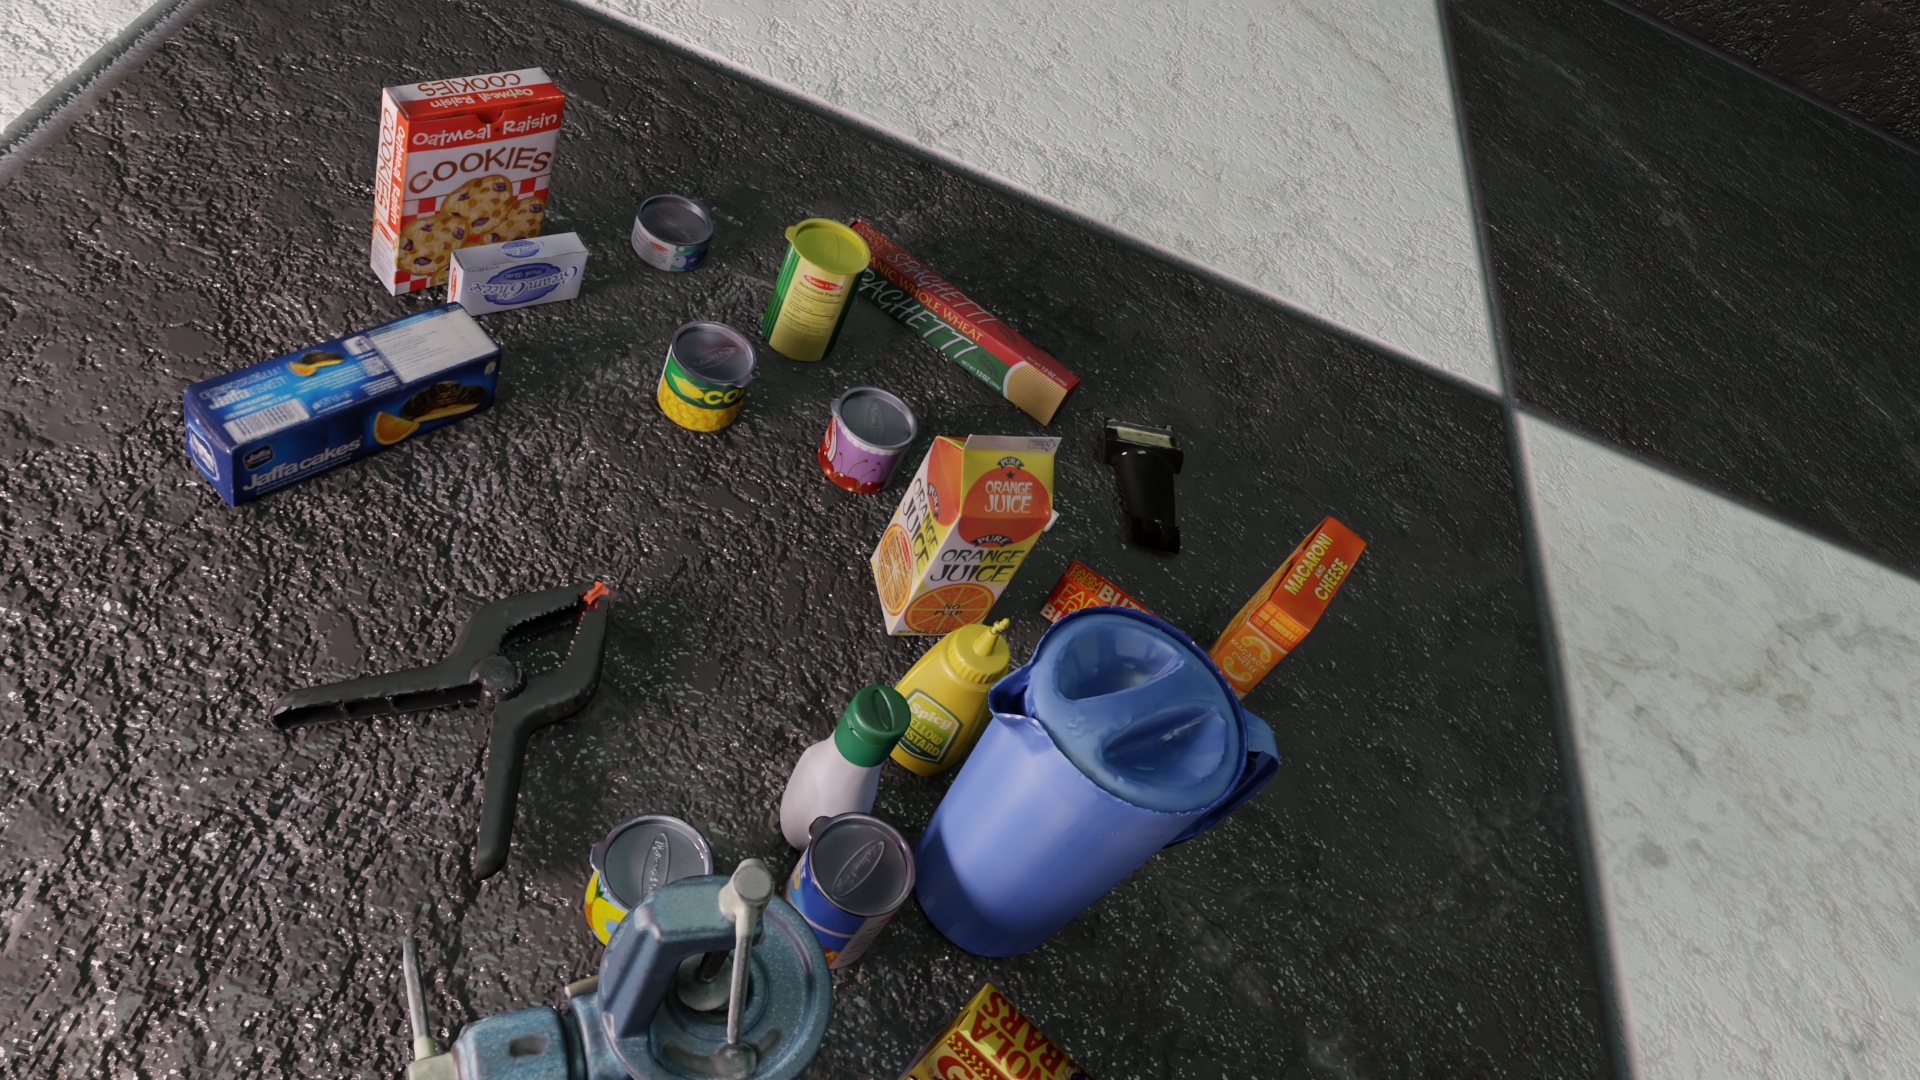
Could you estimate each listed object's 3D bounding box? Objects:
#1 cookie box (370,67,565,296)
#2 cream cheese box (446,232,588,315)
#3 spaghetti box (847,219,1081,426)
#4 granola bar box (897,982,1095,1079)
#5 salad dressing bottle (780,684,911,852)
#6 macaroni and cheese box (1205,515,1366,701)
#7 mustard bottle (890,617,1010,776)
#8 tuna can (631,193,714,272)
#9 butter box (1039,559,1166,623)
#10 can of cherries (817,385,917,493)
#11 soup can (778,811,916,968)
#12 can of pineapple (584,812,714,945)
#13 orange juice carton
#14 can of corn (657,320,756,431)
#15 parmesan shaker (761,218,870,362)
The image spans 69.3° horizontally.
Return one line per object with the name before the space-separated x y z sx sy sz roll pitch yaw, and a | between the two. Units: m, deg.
cookie box | -0.370 -0.267 1.039 0.123 0.166 0.040 -26 67 -39
cream cheese box | -0.345 -0.207 1.080 0.104 0.053 0.024 -20 64 -37
spaghetti box | -0.008 -0.195 1.240 0.250 0.050 0.029 36 46 5
granola bar box | 0.045 0.336 0.769 0.166 0.123 0.039 40 46 9
salad dressing bottle | -0.071 0.142 0.858 0.044 0.146 0.064 -1 54 -28
macaroni and cheese box | 0.227 0.070 1.054 0.040 0.165 0.124 39 46 8
mustard bottle | -0.005 0.097 0.920 0.065 0.159 0.049 36 46 5
tuna can | -0.246 -0.265 1.192 0.071 0.032 0.071 14 48 -16
butter box | 0.116 0.064 1.082 0.103 0.052 0.024 35 46 4
can of cherries | -0.077 -0.080 1.104 0.071 0.058 0.072 14 48 -16
soup can | -0.074 0.211 0.843 0.071 0.083 0.072 14 48 -16
can of pineapple | -0.185 0.201 0.814 0.071 0.057 0.071 14 48 -16
orange juice carton | 0.004 -0.012 0.994 0.072 0.191 0.073 2 52 -25
can of corn | -0.197 -0.126 1.082 0.071 0.058 0.071 14 48 -16
parmesan shaker | -0.125 -0.208 1.157 0.071 0.102 0.072 14 48 -16
